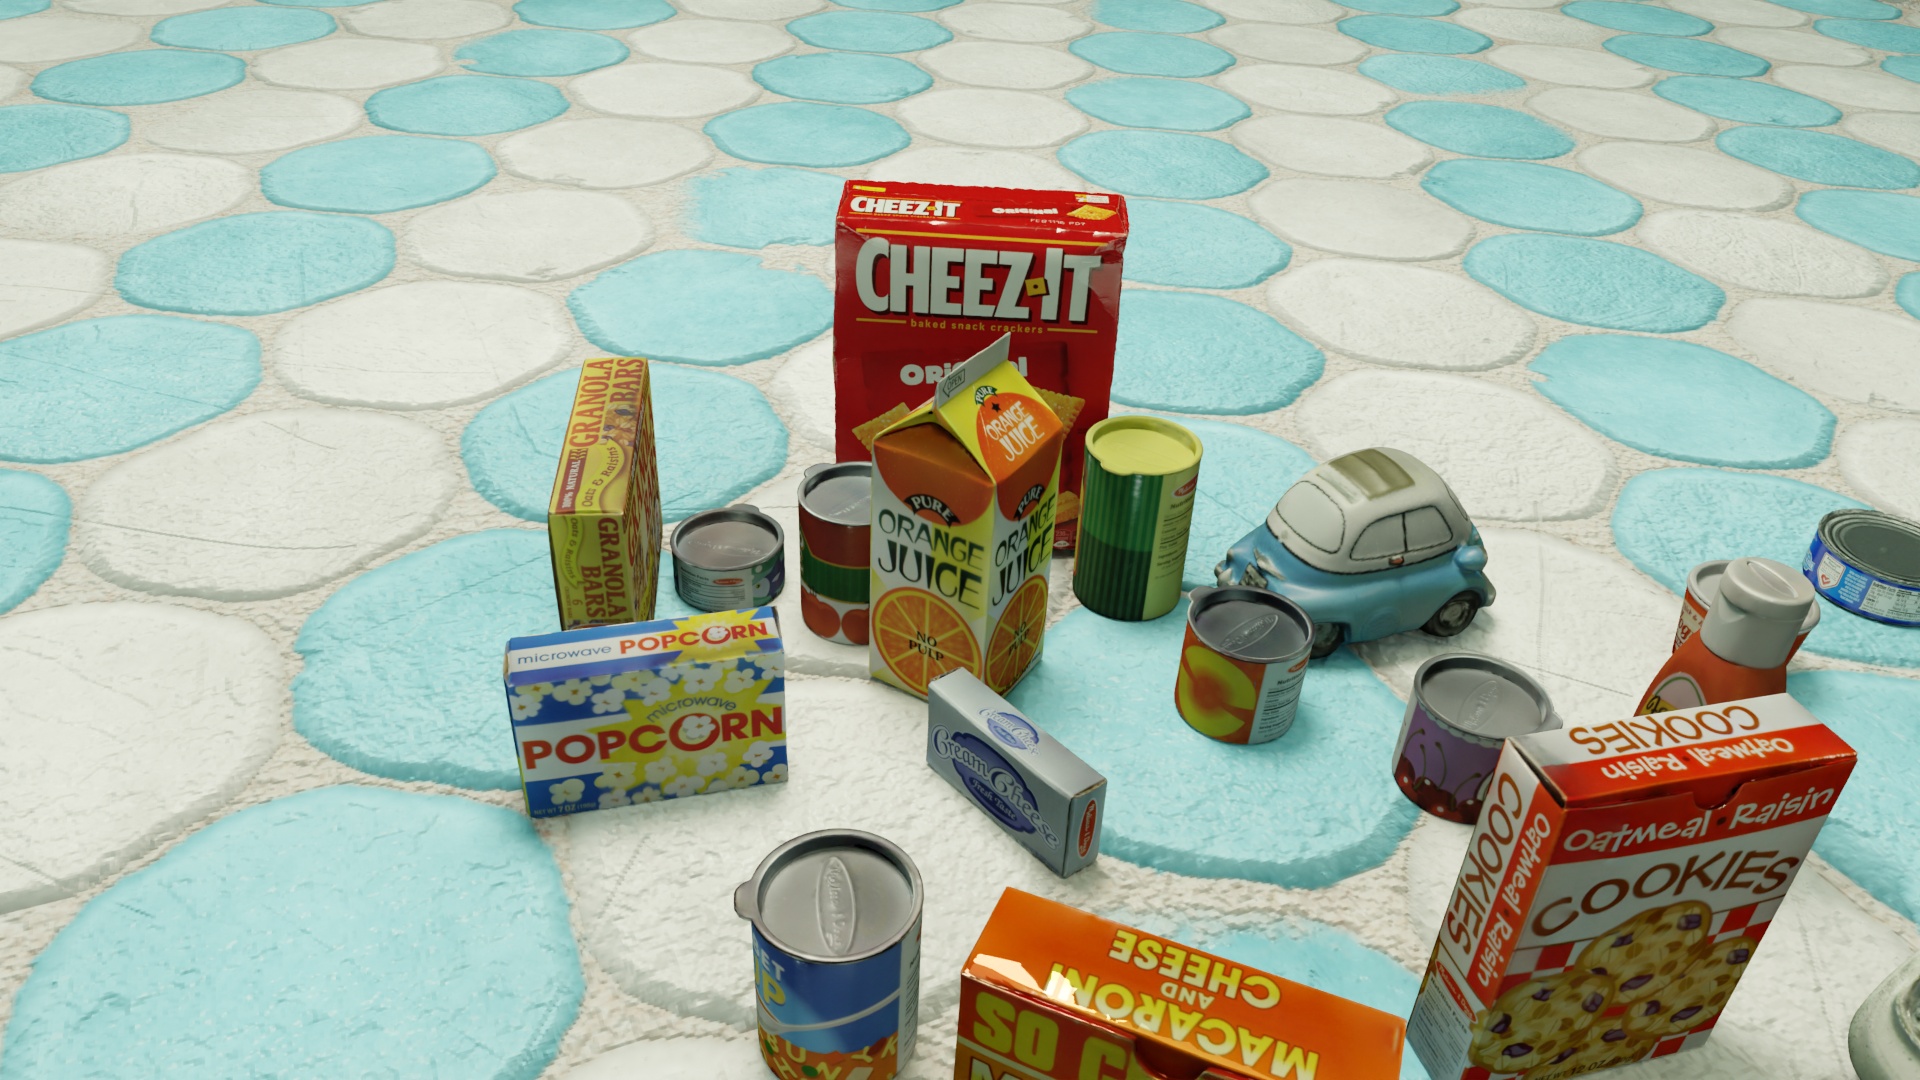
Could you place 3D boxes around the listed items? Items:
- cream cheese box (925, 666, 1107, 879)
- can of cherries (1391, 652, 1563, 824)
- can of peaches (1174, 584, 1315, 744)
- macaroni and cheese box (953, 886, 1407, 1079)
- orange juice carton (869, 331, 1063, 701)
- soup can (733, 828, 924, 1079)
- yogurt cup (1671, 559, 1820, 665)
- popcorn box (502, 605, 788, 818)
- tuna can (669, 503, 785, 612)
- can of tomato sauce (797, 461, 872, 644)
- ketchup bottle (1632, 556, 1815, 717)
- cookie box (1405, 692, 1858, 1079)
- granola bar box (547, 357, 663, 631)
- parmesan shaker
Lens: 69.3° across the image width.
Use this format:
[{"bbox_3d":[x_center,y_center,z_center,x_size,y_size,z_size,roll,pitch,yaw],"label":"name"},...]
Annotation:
[{"bbox_3d":[0.024,0.109,0.663,0.024,0.053,0.104,-23,42,-34],"label":"cream cheese box"},{"bbox_3d":[0.256,0.100,0.692,0.071,0.058,0.072,2,34,-1],"label":"can of cherries"},{"bbox_3d":[0.148,0.065,0.737,0.071,0.057,0.071,2,34,-1],"label":"can of peaches"},{"bbox_3d":[0.059,0.197,0.434,0.124,0.165,0.040,14,35,16],"label":"macaroni and cheese box"},{"bbox_3d":[0.003,-0.009,0.714,0.073,0.191,0.072,21,37,25],"label":"orange juice carton"},{"bbox_3d":[-0.051,0.166,0.545,0.071,0.083,0.072,2,34,-1],"label":"soup can"},{"bbox_3d":[0.440,0.051,0.785,0.072,0.053,0.073,2,34,-1],"label":"yogurt cup"},{"bbox_3d":[-0.147,0.081,0.663,0.127,0.084,0.038,-7,35,-14],"label":"popcorn box"},{"bbox_3d":[-0.136,0.010,0.818,0.071,0.032,0.071,2,34,-1],"label":"tuna can"},{"bbox_3d":[-0.060,0.007,0.784,0.071,0.082,0.071,2,34,-1],"label":"can of tomato sauce"},{"bbox_3d":[0.355,0.078,0.653,0.043,0.148,0.065,-7,35,-15],"label":"ketchup bottle"},{"bbox_3d":[0.252,0.141,0.534,0.123,0.166,0.040,-7,35,-14],"label":"cookie box"},{"bbox_3d":[-0.191,-0.008,0.759,0.039,0.123,0.166,-2,34,-7],"label":"granola bar box"},{"bbox_3d":[0.099,-0.011,0.806,0.071,0.102,0.072,2,34,-1],"label":"parmesan shaker"}]
